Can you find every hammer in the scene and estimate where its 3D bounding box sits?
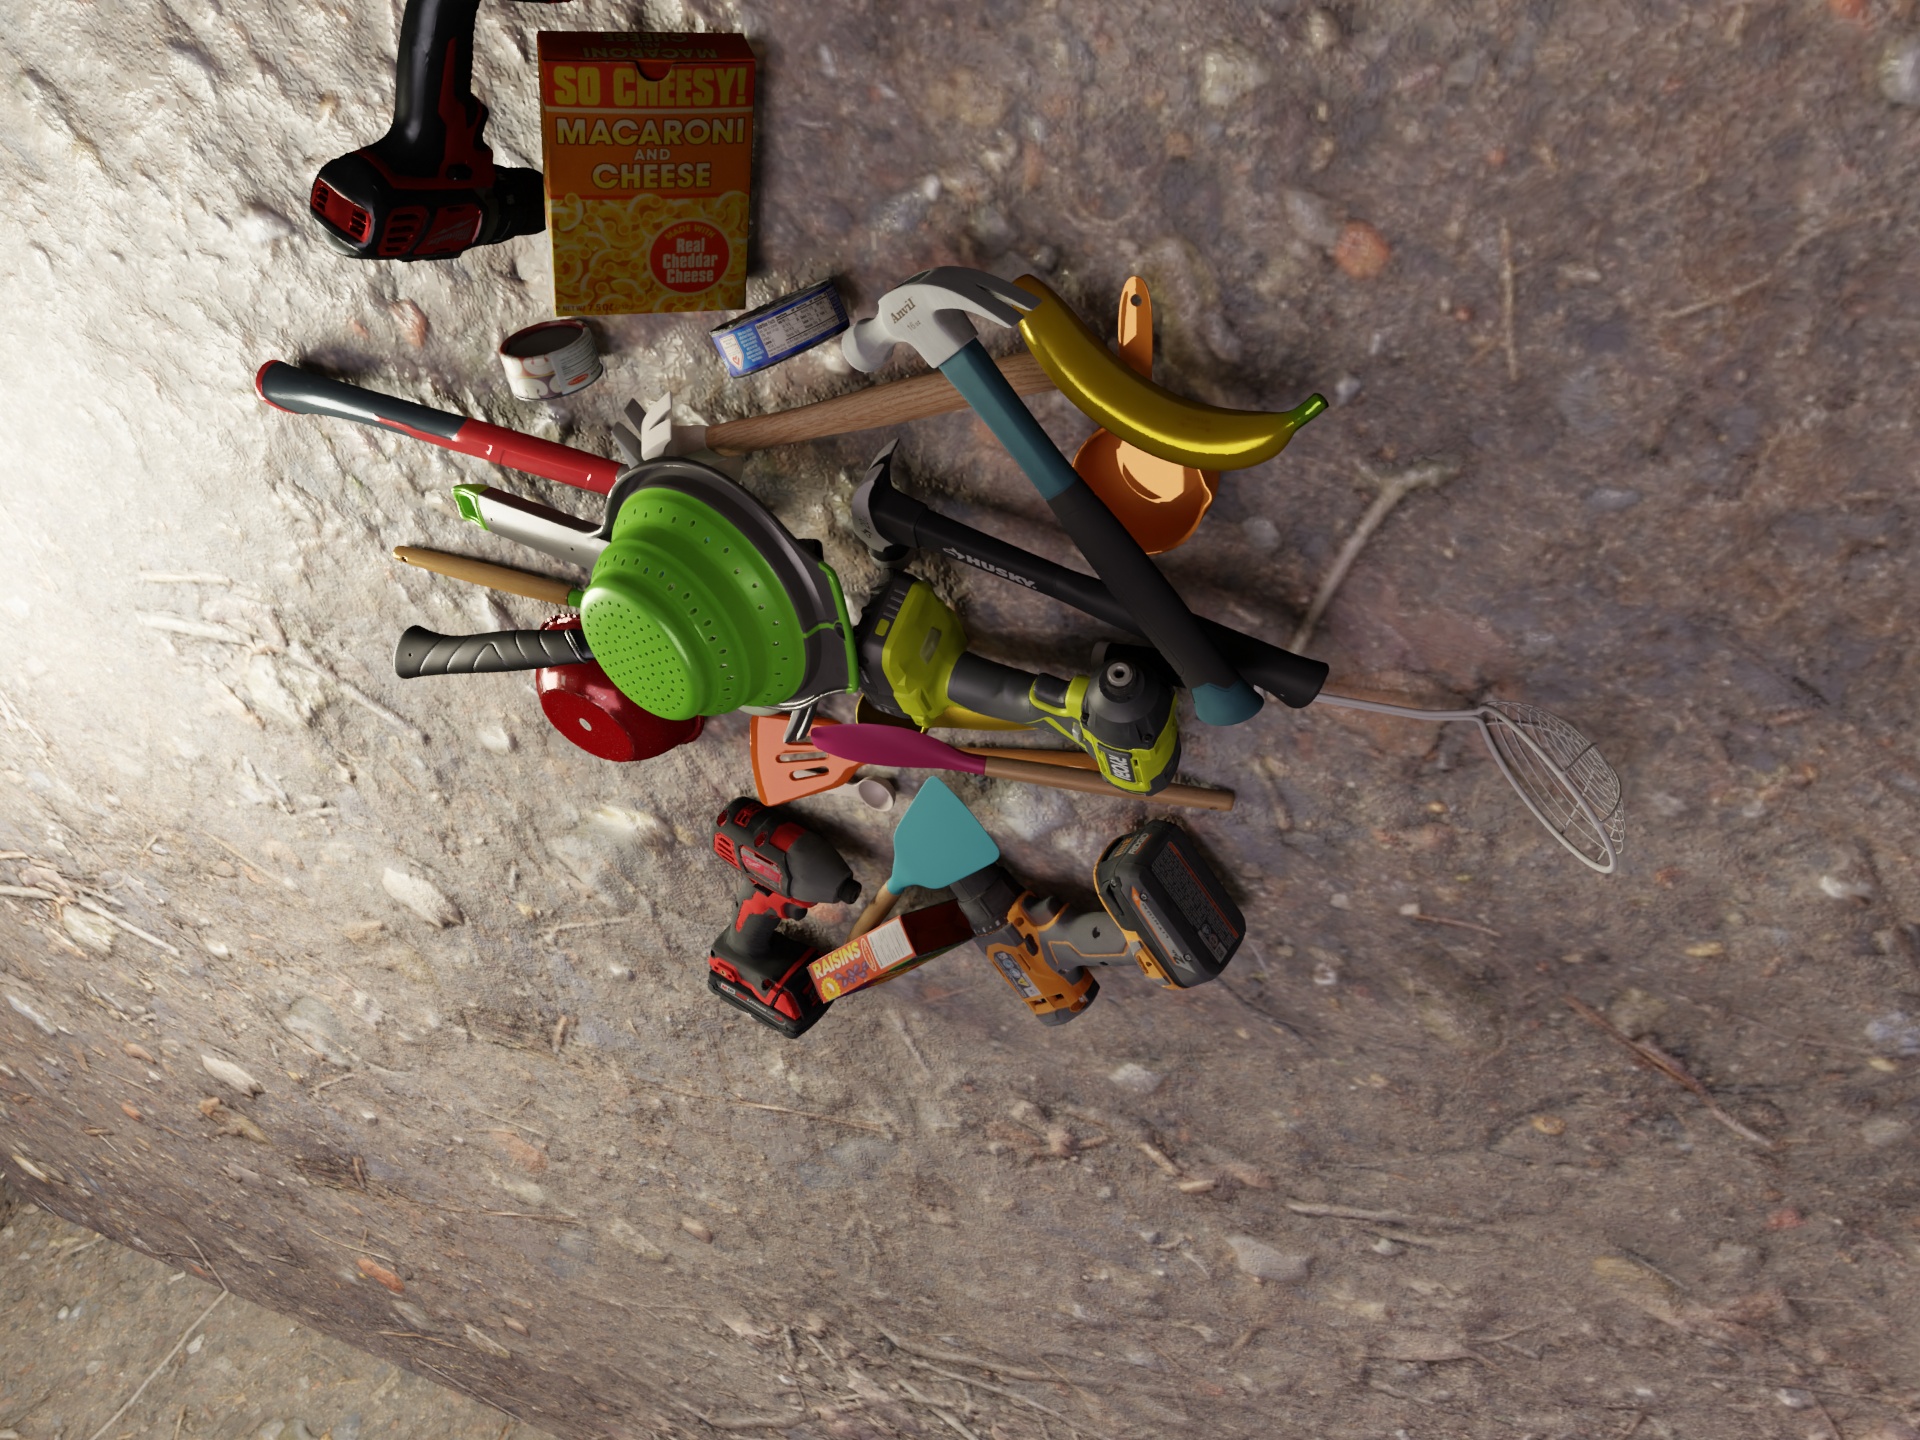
[{"bbox_3d":[-0.065,-0.203,1.036,0.331,0.130,0.031,-7,82,25],"label":"hammer"},{"bbox_3d":[-0.283,-0.054,1.248,0.409,0.036,0.149,-2,96,25],"label":"hammer"},{"bbox_3d":[-0.382,-0.226,1.202,0.386,0.038,0.143,18,155,18],"label":"hammer"},{"bbox_3d":[0.079,-0.087,1.038,0.335,0.035,0.146,24,163,14],"label":"hammer"},{"bbox_3d":[0.068,-0.127,0.947,0.331,0.033,0.128,50,143,-11],"label":"hammer"}]

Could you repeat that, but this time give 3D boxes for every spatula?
[{"bbox_3d":[-0.052,0.144,1.348,0.082,0.044,0.317,49,152,8],"label":"spatula"},{"bbox_3d":[-0.018,0.032,1.250,0.323,0.041,0.081,2,104,26],"label":"spatula"}]

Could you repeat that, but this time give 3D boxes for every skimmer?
[{"bbox_3d":[0.250,0.015,1.049,0.363,0.090,0.127,12,164,23],"label":"skimmer"}]

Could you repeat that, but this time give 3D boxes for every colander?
[{"bbox_3d":[-0.254,-0.093,1.122,0.397,0.094,0.204,21,138,31],"label":"colander"}]

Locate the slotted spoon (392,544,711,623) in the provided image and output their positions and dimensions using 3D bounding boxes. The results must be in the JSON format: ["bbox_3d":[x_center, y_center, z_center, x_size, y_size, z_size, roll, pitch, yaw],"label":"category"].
[{"bbox_3d":[-0.343,-0.106,1.321,0.314,0.031,0.070,15,130,19],"label":"slotted spoon"}]

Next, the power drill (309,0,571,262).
[{"bbox_3d":[-0.285,-0.384,0.955,0.080,0.188,0.226,35,120,12],"label":"power drill"}]

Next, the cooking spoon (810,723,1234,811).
[{"bbox_3d":[0.044,0.037,1.185,0.319,0.017,0.068,8,155,4],"label":"cooking spoon"}]

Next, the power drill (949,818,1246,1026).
[{"bbox_3d":[0.091,0.147,1.269,0.226,0.084,0.185,-25,105,47],"label":"power drill"}]

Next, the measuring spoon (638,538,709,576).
[{"bbox_3d":[-0.220,-0.130,1.225,0.128,0.021,0.042,-12,102,33],"label":"measuring spoon"}]

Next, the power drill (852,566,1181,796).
[{"bbox_3d":[0.040,-0.027,1.100,0.223,0.080,0.171,19,164,17],"label":"power drill"}]

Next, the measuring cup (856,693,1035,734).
[{"bbox_3d":[-0.002,-0.004,1.219,0.156,0.029,0.062,0,94,14],"label":"measuring cup"}]

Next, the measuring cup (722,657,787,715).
[{"bbox_3d":[-0.151,-0.067,1.237,0.083,0.038,0.167,27,136,5],"label":"measuring cup"}]

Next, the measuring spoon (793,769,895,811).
[{"bbox_3d":[-0.105,0.050,1.340,0.124,0.018,0.034,12,134,29],"label":"measuring spoon"}]

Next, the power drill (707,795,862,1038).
[{"bbox_3d":[-0.158,0.178,1.432,0.143,0.078,0.219,26,134,18],"label":"power drill"}]

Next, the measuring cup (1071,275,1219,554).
[{"bbox_3d":[0.115,-0.190,0.973,0.095,0.052,0.173,9,121,23],"label":"measuring cup"}]
